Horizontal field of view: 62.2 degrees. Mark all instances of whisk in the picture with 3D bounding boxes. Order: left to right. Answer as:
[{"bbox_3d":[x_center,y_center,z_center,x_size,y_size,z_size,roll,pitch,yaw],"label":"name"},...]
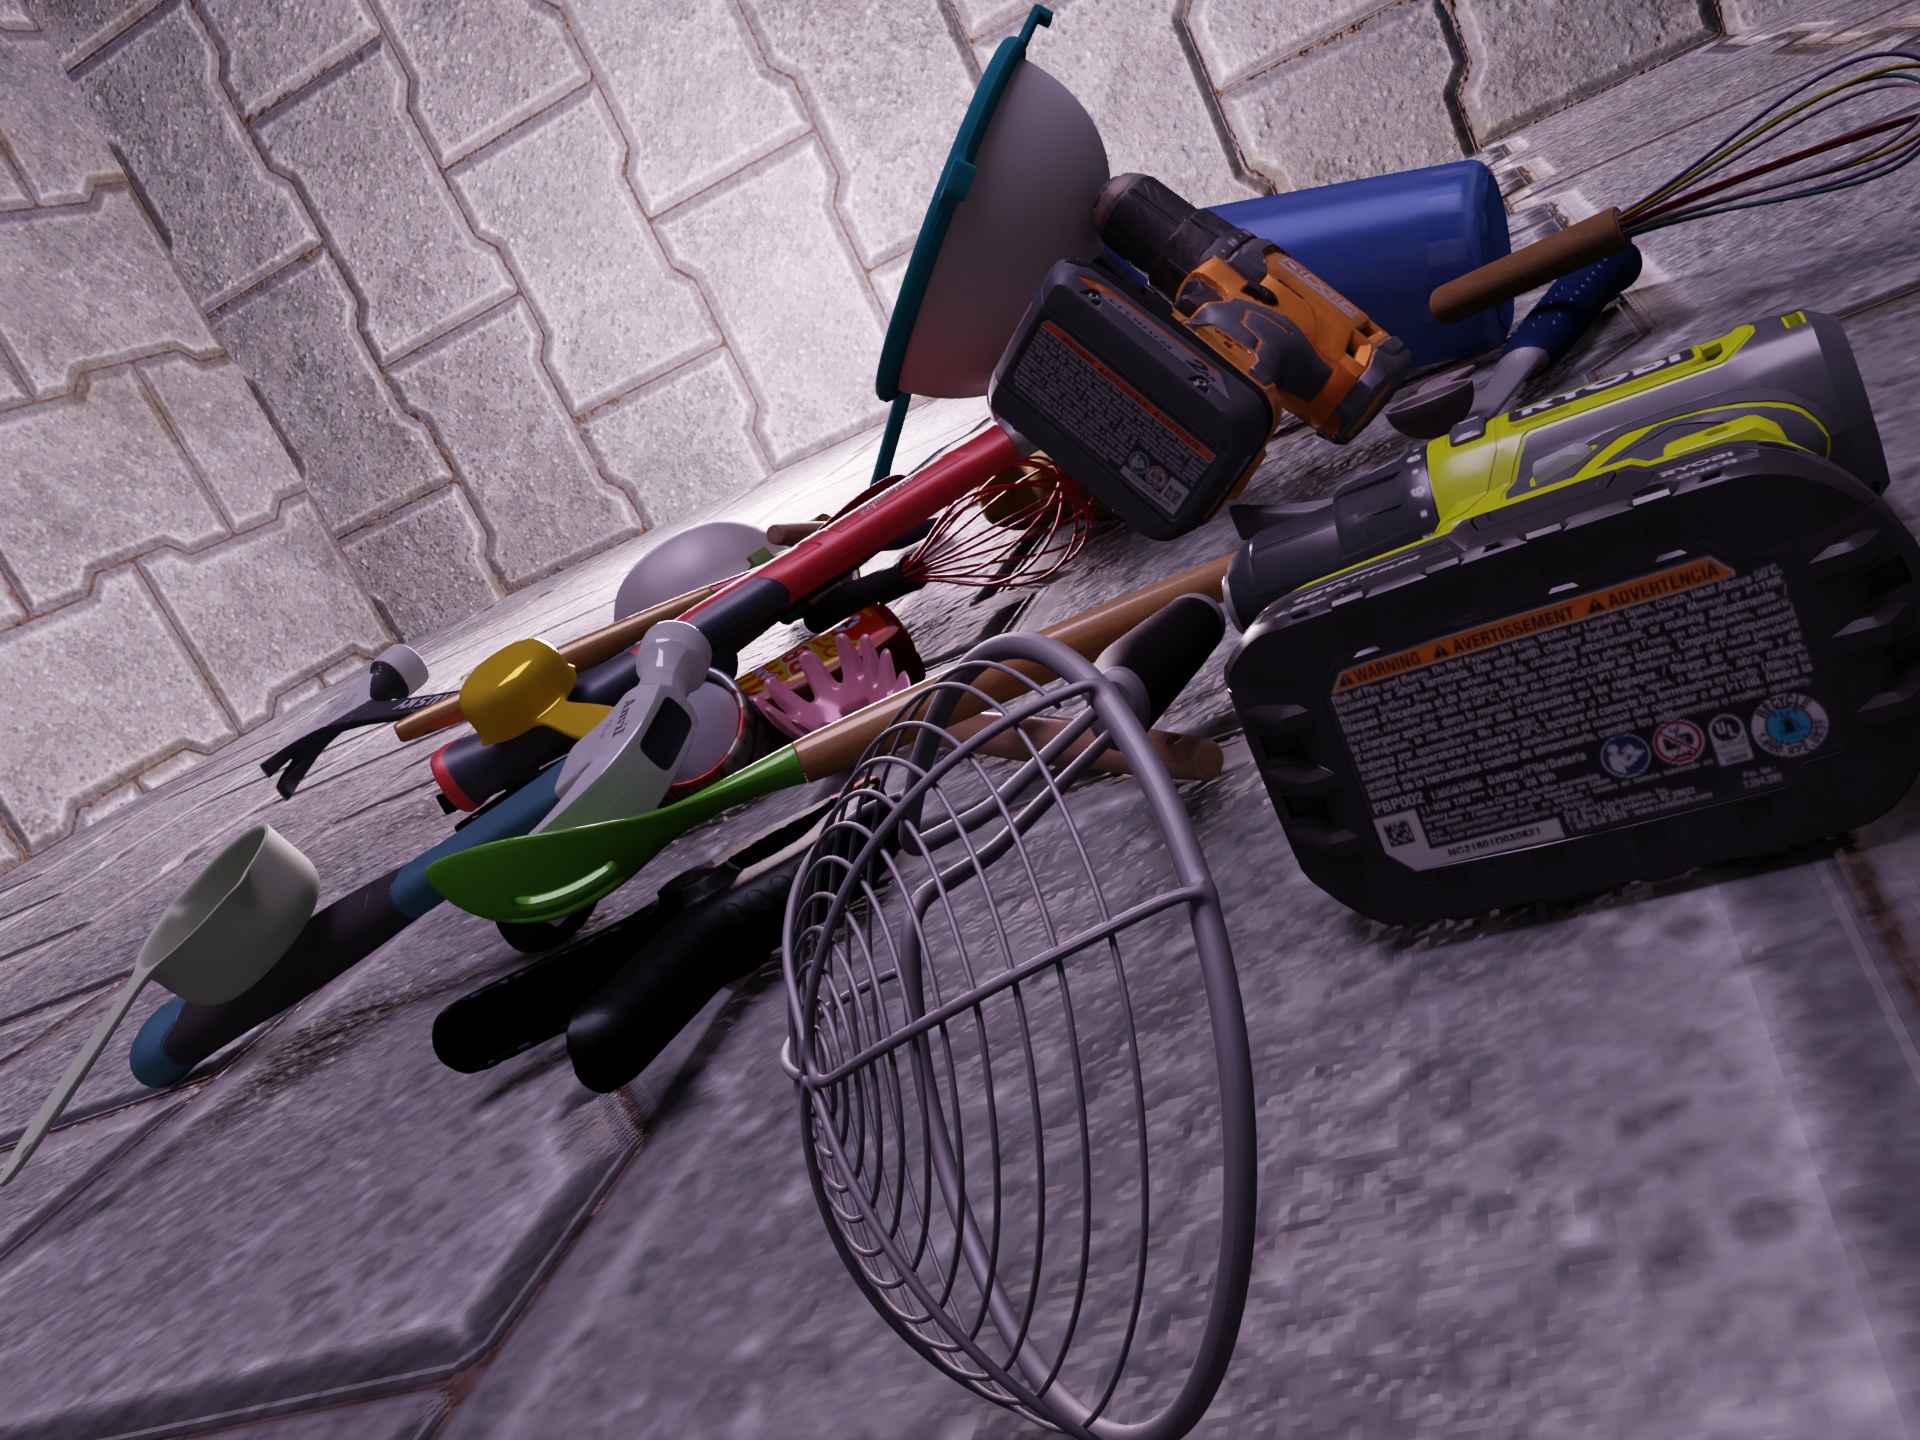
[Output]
[{"bbox_3d":[-0.018,-0.095,0.969,0.073,0.073,0.296,-36,11,-35],"label":"whisk"},{"bbox_3d":[0.342,-0.244,0.765,0.245,0.051,0.047,-18,-5,41],"label":"whisk"}]

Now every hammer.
[{"bbox_3d":[-0.240,0.077,0.672,0.331,0.033,0.128,-30,29,24],"label":"hammer"},{"bbox_3d":[-0.291,-0.015,1.003,0.409,0.036,0.149,-6,33,38],"label":"hammer"},{"bbox_3d":[-0.216,0.056,0.808,0.127,0.034,0.337,-27,14,-7],"label":"hammer"},{"bbox_3d":[-0.098,-0.062,0.816,0.386,0.038,0.143,-32,26,-2],"label":"hammer"},{"bbox_3d":[0.261,-0.167,0.766,0.144,0.035,0.405,-14,18,39],"label":"hammer"}]

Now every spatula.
[{"bbox_3d":[-0.069,-0.131,1.118,0.060,0.018,0.316,-25,-1,17],"label":"spatula"}]

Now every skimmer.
[{"bbox_3d":[0.051,0.017,0.375,0.090,0.127,0.363,7,17,18],"label":"skimmer"}]

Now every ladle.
[{"bbox_3d":[-0.161,-0.059,0.881,0.315,0.031,0.069,-26,-16,-15],"label":"ladle"}]

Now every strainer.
[{"bbox_3d":[-0.219,-0.056,1.058,0.256,0.069,0.151,-36,0,8],"label":"strainer"},{"bbox_3d":[0.015,-0.229,0.953,0.340,0.095,0.211,112,178,-50],"label":"strainer"}]

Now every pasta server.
[{"bbox_3d":[-0.001,-0.002,0.626,0.060,0.040,0.316,-38,19,-21],"label":"pasta server"}]

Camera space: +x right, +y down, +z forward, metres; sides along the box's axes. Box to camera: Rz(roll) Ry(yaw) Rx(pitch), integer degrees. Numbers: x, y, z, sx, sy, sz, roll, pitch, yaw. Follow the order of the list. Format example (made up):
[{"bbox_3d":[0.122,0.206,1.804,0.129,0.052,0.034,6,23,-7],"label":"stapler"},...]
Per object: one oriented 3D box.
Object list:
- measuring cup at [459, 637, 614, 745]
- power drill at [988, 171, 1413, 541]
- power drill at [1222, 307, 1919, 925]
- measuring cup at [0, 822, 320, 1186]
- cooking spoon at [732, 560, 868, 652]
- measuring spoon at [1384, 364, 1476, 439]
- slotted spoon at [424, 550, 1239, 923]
[{"bbox_3d":[-0.195,-0.012,0.757,0.062,0.029,0.157,-45,29,-23],"label":"measuring cup"},{"bbox_3d":[0.103,-0.188,0.760,0.226,0.185,0.084,-36,-17,-49],"label":"power drill"},{"bbox_3d":[0.146,-0.036,0.421,0.190,0.080,0.228,-18,13,26],"label":"power drill"},{"bbox_3d":[-0.319,0.118,0.642,0.083,0.038,0.168,-16,39,43],"label":"measuring cup"},{"bbox_3d":[-0.154,-0.049,1.052,0.319,0.017,0.068,-37,-3,-20],"label":"cooking spoon"},{"bbox_3d":[0.200,-0.131,0.653,0.034,0.018,0.124,-18,10,27],"label":"measuring spoon"},{"bbox_3d":[-0.033,0.004,0.558,0.314,0.031,0.070,-24,-15,-7],"label":"slotted spoon"}]
